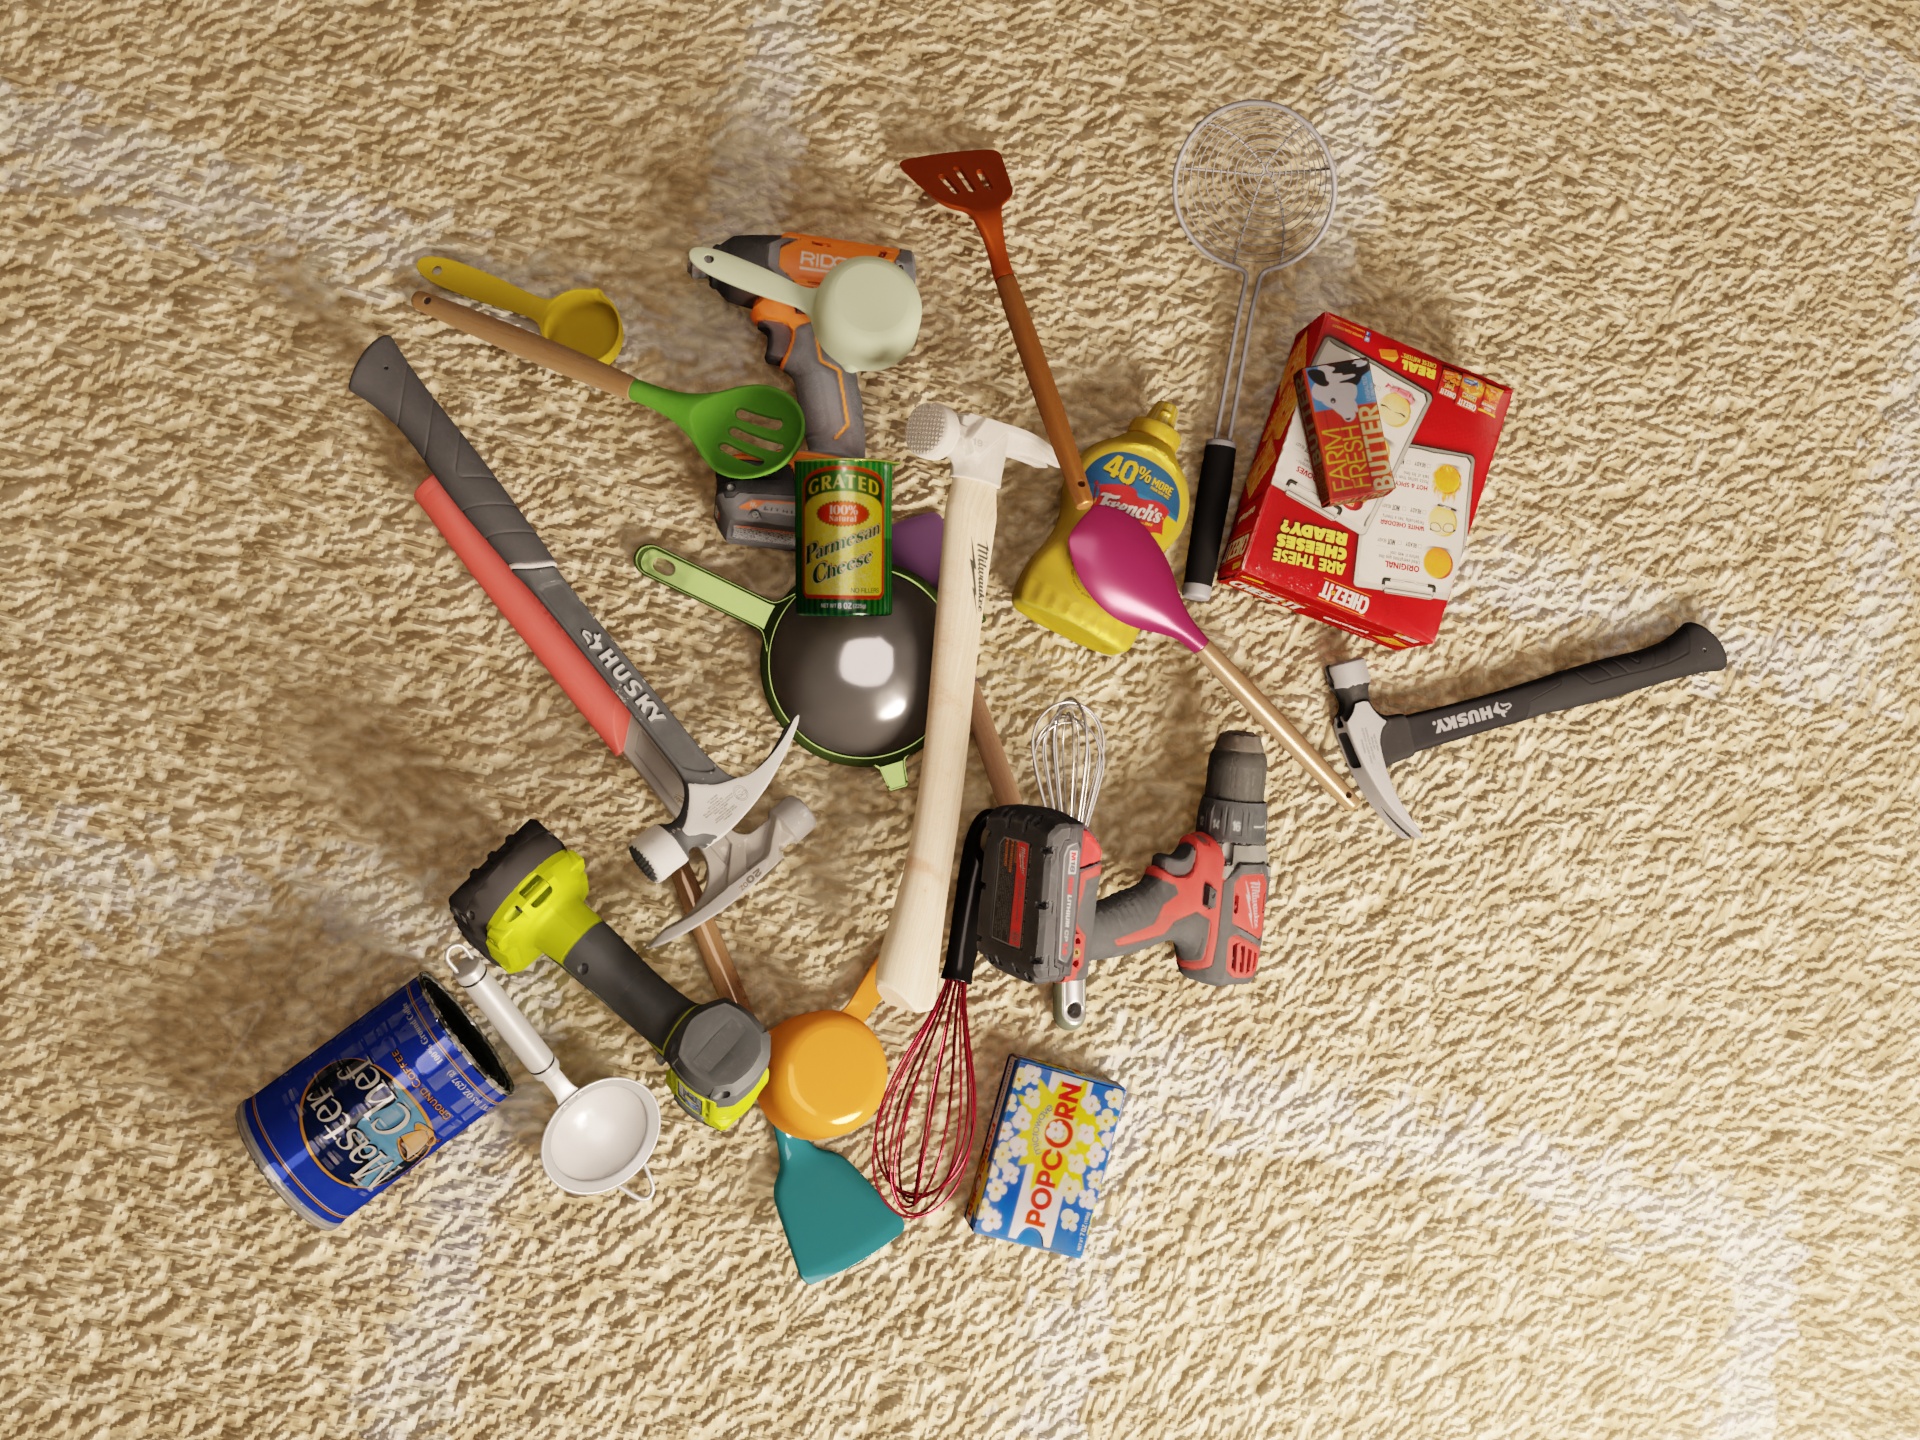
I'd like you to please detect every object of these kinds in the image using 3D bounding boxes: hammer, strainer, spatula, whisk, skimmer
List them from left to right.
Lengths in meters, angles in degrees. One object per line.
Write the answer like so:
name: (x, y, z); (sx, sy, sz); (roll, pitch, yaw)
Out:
strainer: (-0.271, 0.231, 1.051); (0.087, 0.050, 0.258); (-39, 130, -20)
hammer: (-0.274, -0.093, 1.084); (0.149, 0.036, 0.409); (-39, 92, -25)
hammer: (-0.264, -0.019, 1.109); (0.149, 0.036, 0.359); (-39, 92, -23)
spatula: (-0.140, 0.232, 1.120); (0.082, 0.044, 0.317); (-23, 89, -25)
strainer: (-0.116, -0.065, 1.125); (0.256, 0.069, 0.151); (26, 89, -3)
whisk: (-0.007, 0.207, 1.144); (0.073, 0.073, 0.296); (15, 77, -10)
hammer: (-0.002, -0.004, 1.109); (0.146, 0.038, 0.410); (6, 92, -50)
spatula: (0.012, -0.002, 1.169); (0.060, 0.018, 0.316); (-19, 84, -7)
spatula: (0.038, -0.292, 1.150); (0.081, 0.041, 0.323); (-13, 73, -15)
whisk: (0.080, 0.106, 1.171); (0.057, 0.059, 0.246); (-1, 91, -22)
skimmer: (0.200, -0.275, 1.200); (0.127, 0.090, 0.363); (9, 86, 22)
hammer: (0.457, -0.012, 1.258); (0.334, 0.035, 0.146); (-15, 88, -12)

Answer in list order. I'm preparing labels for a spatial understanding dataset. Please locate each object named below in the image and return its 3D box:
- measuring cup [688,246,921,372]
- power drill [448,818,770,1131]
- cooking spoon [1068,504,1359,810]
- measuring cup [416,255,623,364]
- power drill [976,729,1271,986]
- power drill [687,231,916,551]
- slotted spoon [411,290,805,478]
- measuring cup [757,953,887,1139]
measuring cup: (-0.106, -0.299, 1.096); (0.167, 0.038, 0.083); (19, 75, -9)
power drill: (-0.222, 0.178, 1.043); (0.223, 0.171, 0.080); (39, 66, 8)
cooking spoon: (0.196, -0.039, 1.185); (0.318, 0.017, 0.069); (44, 74, -18)
measuring cup: (-0.314, -0.295, 1.139); (0.156, 0.029, 0.062); (22, 82, 3)
power drill: (0.131, 0.098, 1.132); (0.226, 0.080, 0.188); (3, 95, -32)
power drill: (-0.122, -0.240, 1.142); (0.164, 0.084, 0.226); (6, 81, -10)
slotted spoon: (-0.245, -0.239, 1.094); (0.314, 0.031, 0.070); (23, 80, 12)
measuring cup: (-0.072, 0.212, 1.112); (0.095, 0.052, 0.174); (39, 66, -8)
